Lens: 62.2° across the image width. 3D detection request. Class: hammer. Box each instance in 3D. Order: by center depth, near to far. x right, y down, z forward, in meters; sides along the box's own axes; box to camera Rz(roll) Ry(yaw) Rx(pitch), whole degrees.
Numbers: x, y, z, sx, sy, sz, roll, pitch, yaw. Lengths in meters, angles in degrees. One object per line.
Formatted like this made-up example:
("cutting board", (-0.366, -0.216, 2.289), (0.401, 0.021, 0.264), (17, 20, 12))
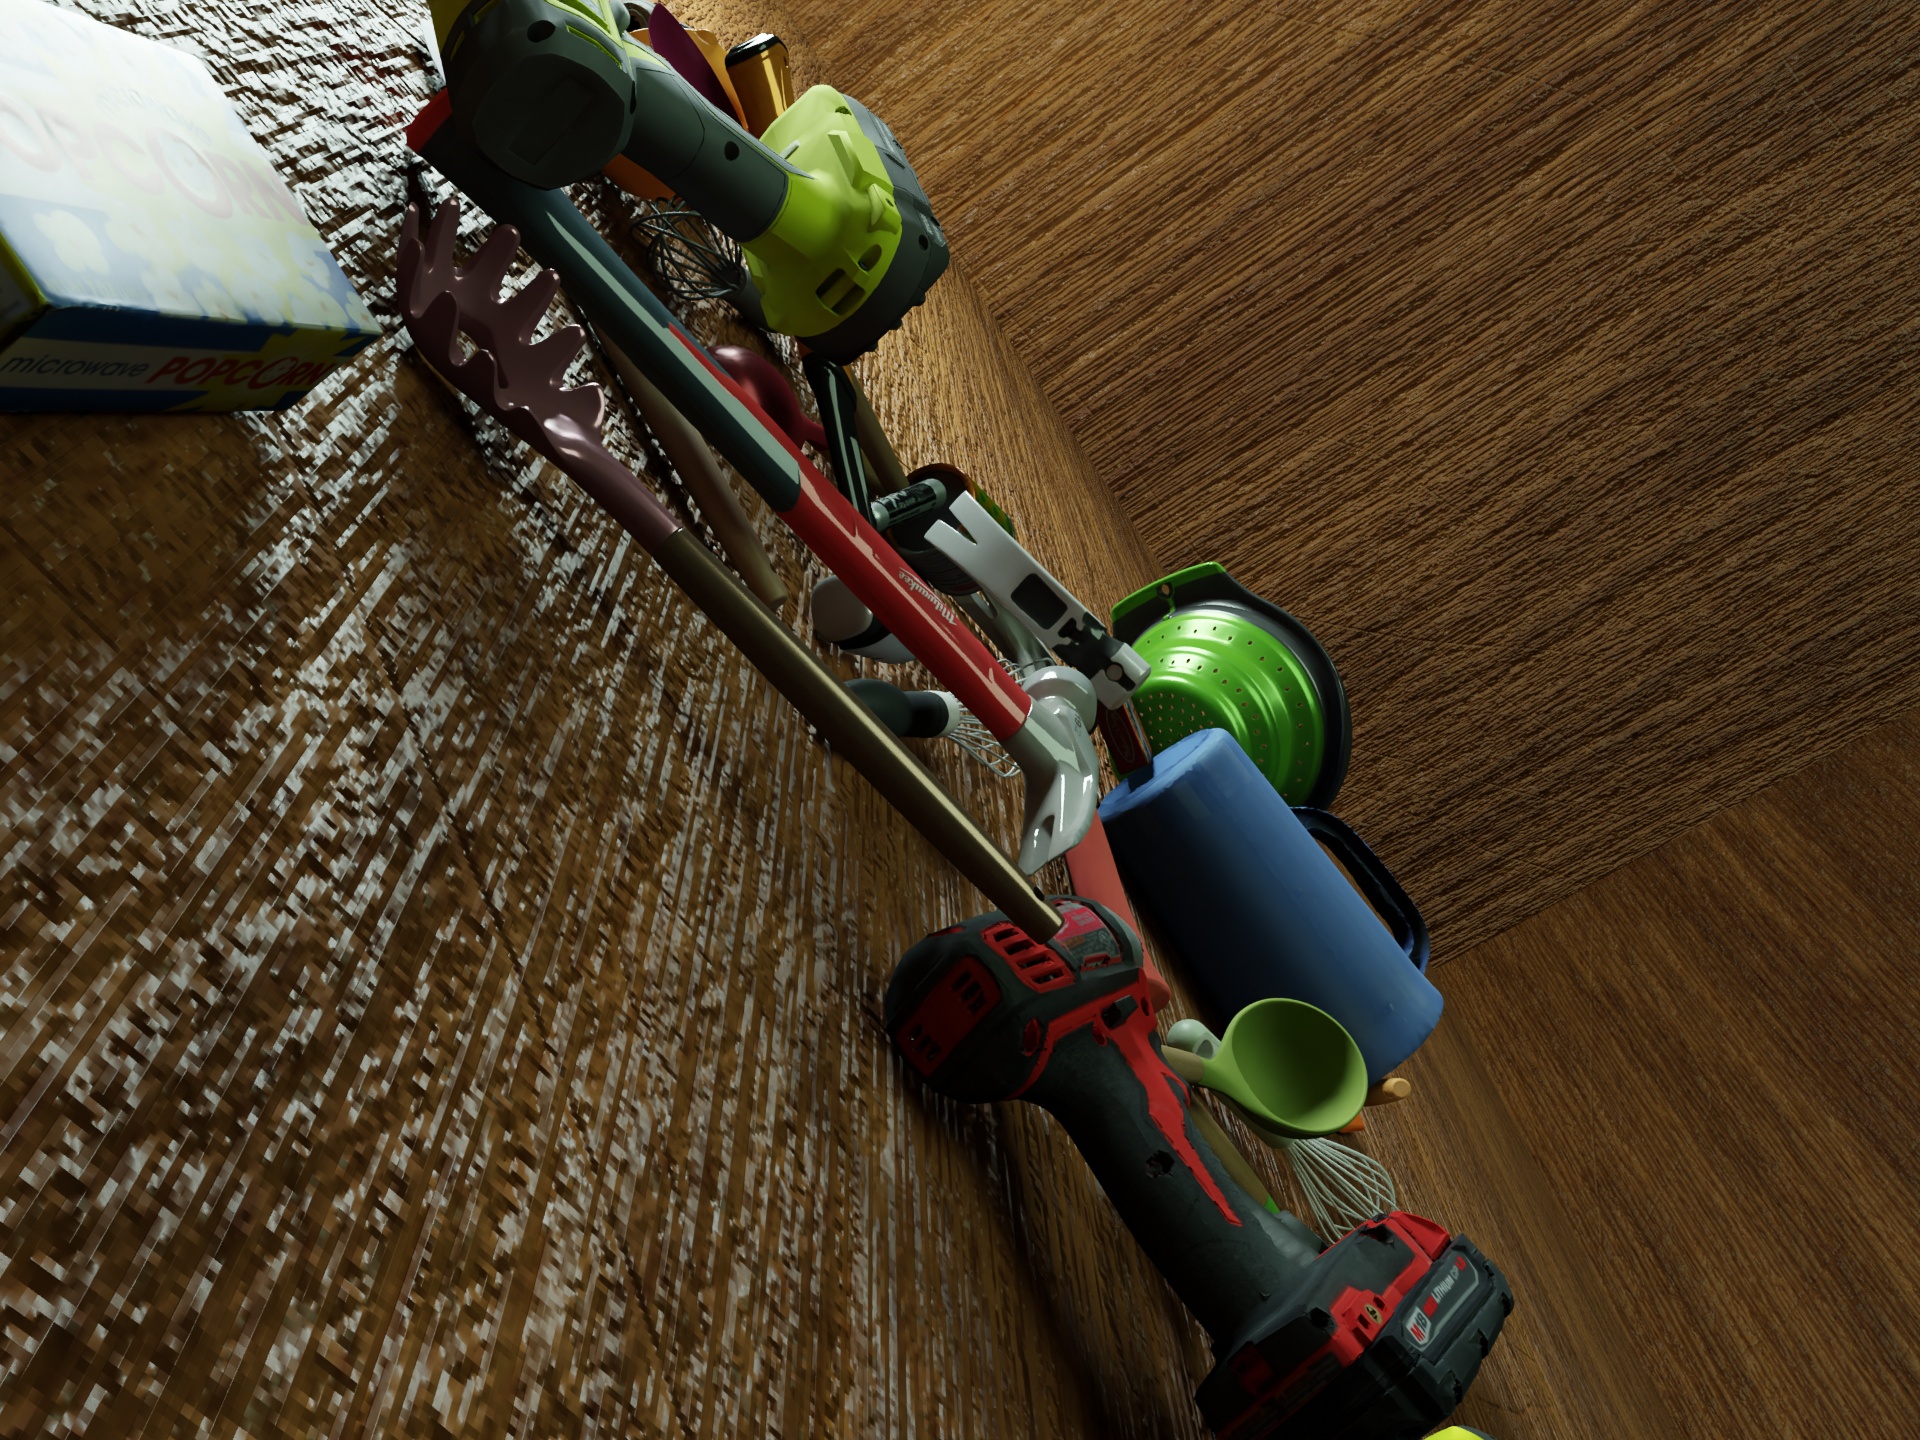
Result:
("hammer", (-0.077, -0.096, 0.656), (0.386, 0.038, 0.143), (46, 25, -17))
("hammer", (-0.068, -0.193, 0.817), (0.127, 0.034, 0.337), (14, 62, -69))
("hammer", (0.062, 0.042, 0.947), (0.149, 0.036, 0.359), (50, 14, -29))
("hammer", (0.066, -0.060, 1.003), (0.146, 0.035, 0.334), (44, 5, 9))

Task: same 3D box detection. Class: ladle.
("ladle", (0.104, 0.152, 0.735), (0.319, 0.062, 0.078), (24, 32, -53))
("ladle", (-0.073, -0.158, 0.942), (0.069, 0.031, 0.315), (63, 12, 12))

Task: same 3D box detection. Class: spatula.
("spatula", (-0.158, -0.181, 0.695), (0.316, 0.018, 0.059), (59, 14, 10))
("spatula", (0.285, 0.263, 1.138), (0.081, 0.041, 0.322), (61, -5, 14))

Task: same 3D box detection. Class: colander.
("colander", (0.209, 0.085, 1.172), (0.094, 0.204, 0.397), (-24, 90, -51))

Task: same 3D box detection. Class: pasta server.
("pasta server", (-0.074, -0.045, 0.531), (0.316, 0.040, 0.060), (46, 28, -2))

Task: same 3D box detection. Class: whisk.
("whisk", (-0.001, -0.004, 0.781), (0.070, 0.070, 0.284), (60, 18, 12))
("whisk", (-0.129, -0.253, 0.910), (0.055, 0.055, 0.239), (58, 9, 2))
("whisk", (0.196, 0.248, 0.945), (0.246, 0.058, 0.059), (45, -17, -30))

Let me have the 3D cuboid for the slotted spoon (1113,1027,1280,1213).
("slotted spoon", (0.136, 0.227, 0.814), (0.313, 0.031, 0.070), (52, 14, -16))

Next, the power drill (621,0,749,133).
("power drill", (-0.126, -0.344, 0.986), (0.226, 0.080, 0.188), (45, 7, -5))

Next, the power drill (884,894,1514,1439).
("power drill", (0.081, 0.152, 0.564), (0.220, 0.078, 0.143), (48, 23, 19))

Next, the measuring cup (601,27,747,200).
("measuring cup", (-0.187, -0.326, 0.830), (0.173, 0.095, 0.052), (4, 63, -50))

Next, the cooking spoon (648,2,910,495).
("cooking spoon", (-0.092, -0.236, 0.873), (0.069, 0.017, 0.318), (-87, 156, -46))

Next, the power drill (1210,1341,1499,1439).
("power drill", (0.179, 0.332, 0.620), (0.223, 0.080, 0.171), (40, 17, -45))

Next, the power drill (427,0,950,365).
("power drill", (-0.120, -0.261, 0.664), (0.228, 0.080, 0.191), (23, 37, -46))
